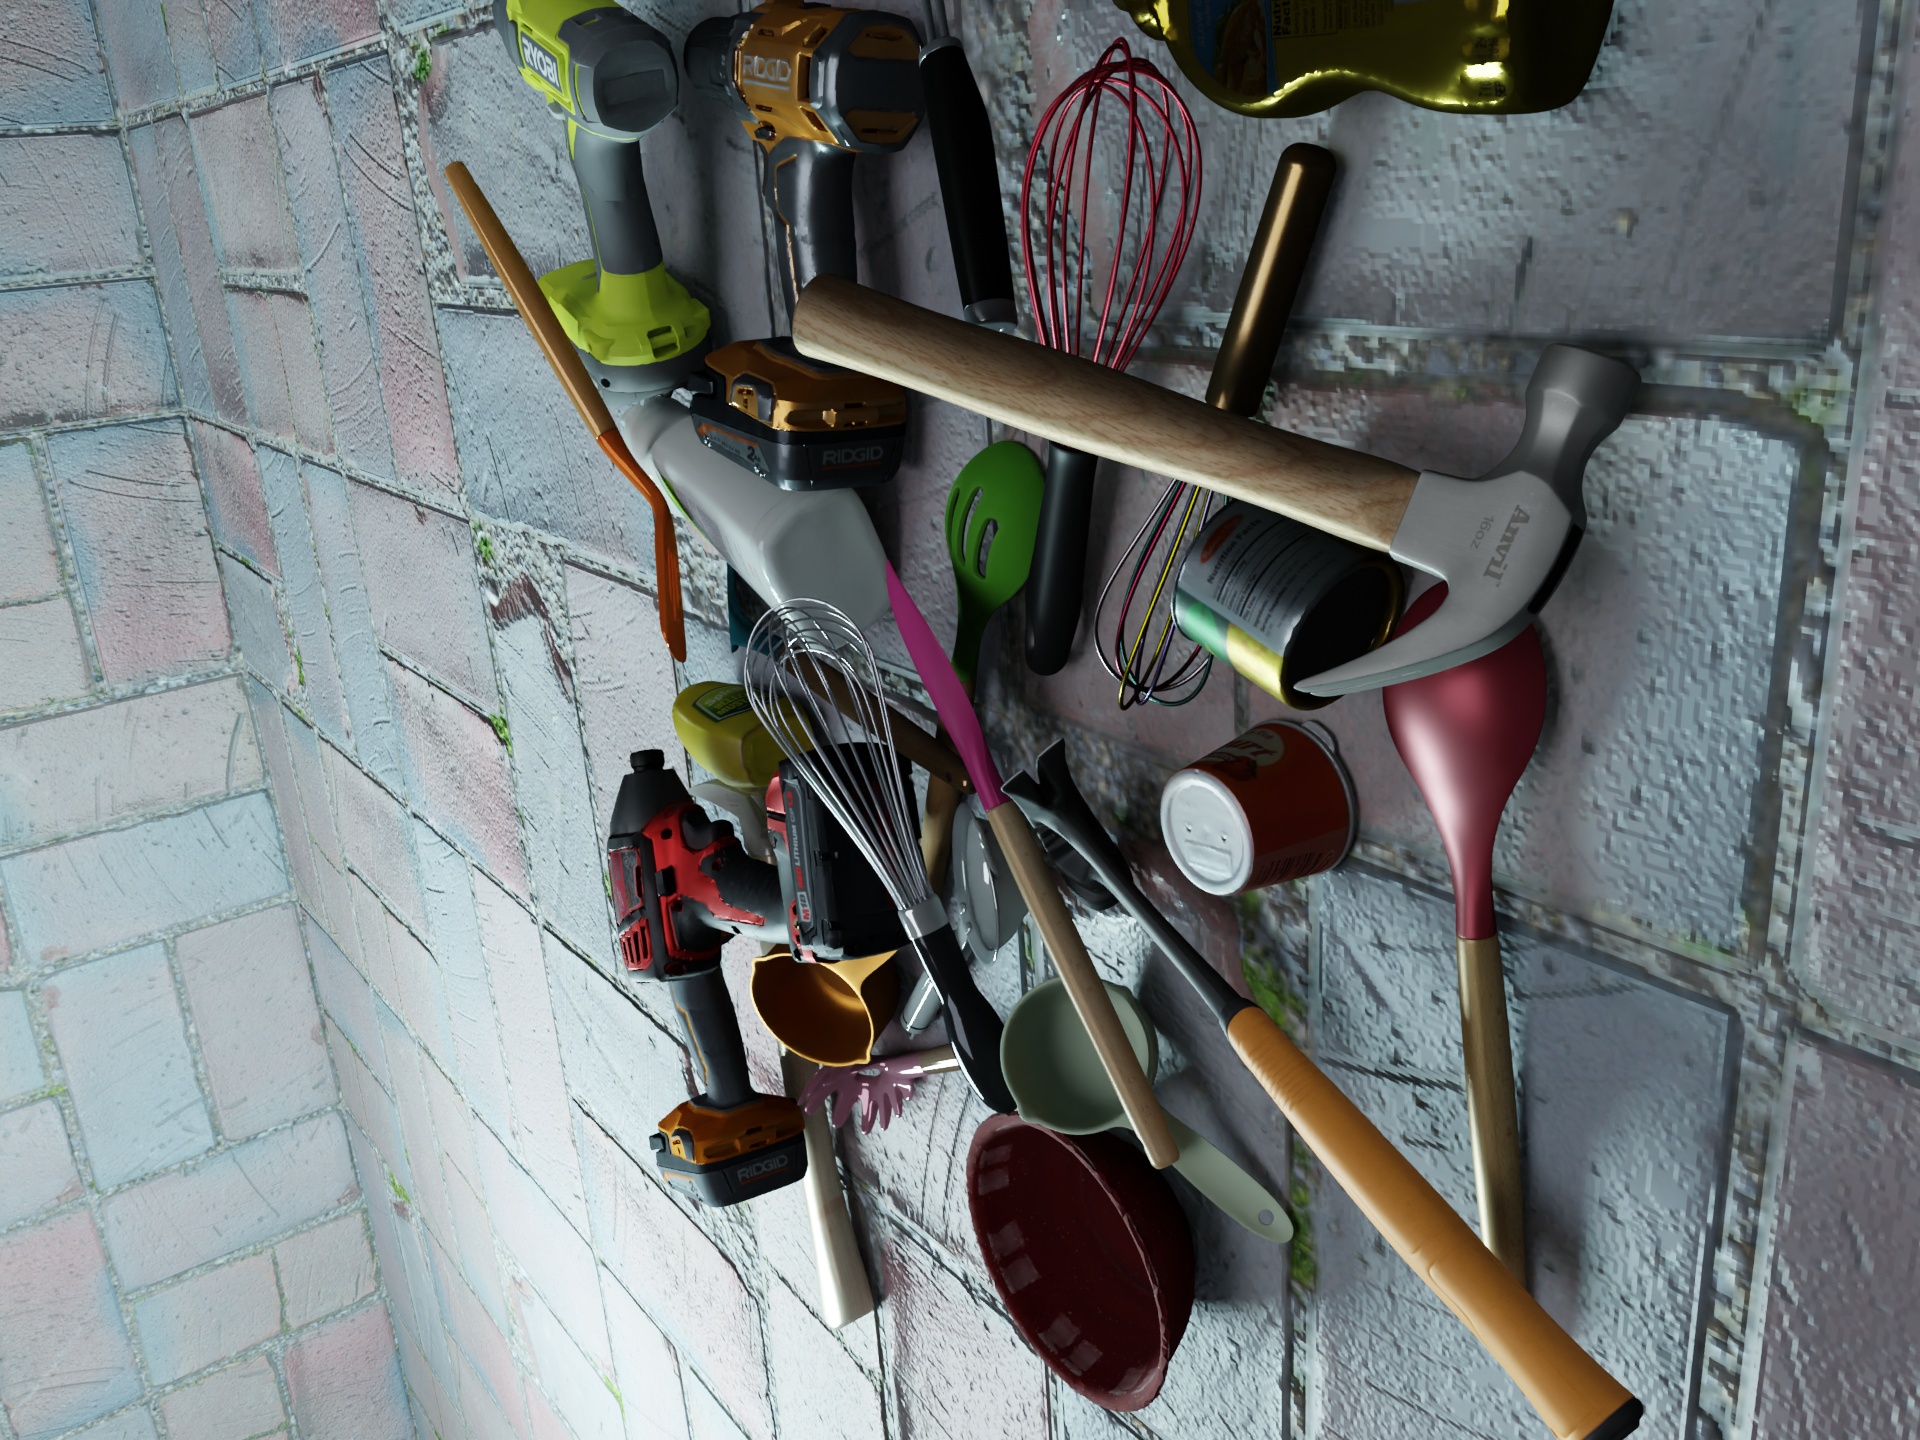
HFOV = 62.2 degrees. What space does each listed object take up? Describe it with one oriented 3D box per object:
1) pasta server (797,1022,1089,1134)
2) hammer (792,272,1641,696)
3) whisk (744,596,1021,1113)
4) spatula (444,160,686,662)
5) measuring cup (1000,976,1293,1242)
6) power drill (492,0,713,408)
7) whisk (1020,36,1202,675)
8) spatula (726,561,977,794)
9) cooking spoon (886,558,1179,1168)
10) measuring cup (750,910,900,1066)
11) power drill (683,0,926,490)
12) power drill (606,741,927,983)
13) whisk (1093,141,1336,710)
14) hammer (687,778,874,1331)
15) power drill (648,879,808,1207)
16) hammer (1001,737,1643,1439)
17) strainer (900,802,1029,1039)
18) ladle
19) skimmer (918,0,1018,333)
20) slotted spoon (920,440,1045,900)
[{"bbox_3d":[-0.006,0.205,0.934,0.316,0.060,0.040,-28,37,54],"label":"pasta server"},{"bbox_3d":[0.061,-0.108,0.584,0.331,0.031,0.130,26,98,33],"label":"hammer"},{"bbox_3d":[-0.031,0.070,0.806,0.070,0.070,0.284,-21,94,57],"label":"whisk"},{"bbox_3d":[-0.228,-0.184,0.934,0.322,0.041,0.081,60,176,2],"label":"spatula"},{"bbox_3d":[0.094,0.191,0.774,0.168,0.038,0.083,39,94,17],"label":"measuring cup"},{"bbox_3d":[-0.213,-0.314,0.931,0.171,0.080,0.223,46,149,39],"label":"power drill"},{"bbox_3d":[0.052,-0.137,0.677,0.073,0.073,0.295,44,144,37],"label":"whisk"},{"bbox_3d":[-0.077,-0.033,0.919,0.318,0.044,0.082,34,131,45],"label":"spatula"},{"bbox_3d":[0.030,0.065,0.766,0.068,0.017,0.319,90,155,-80],"label":"cooking spoon"},{"bbox_3d":[-0.059,0.141,0.965,0.095,0.052,0.173,42,128,-1],"label":"measuring cup"},{"bbox_3d":[-0.092,-0.250,0.820,0.186,0.084,0.226,34,127,47],"label":"power drill"},{"bbox_3d":[-0.126,0.077,0.925,0.220,0.078,0.143,-11,85,42],"label":"power drill"},{"bbox_3d":[0.101,-0.103,0.631,0.051,0.047,0.244,45,135,38],"label":"whisk"},{"bbox_3d":[-0.116,0.237,1.114,0.146,0.038,0.410,15,117,54],"label":"hammer"},{"bbox_3d":[-0.183,0.206,1.099,0.164,0.084,0.226,-13,89,61],"label":"power drill"},{"bbox_3d":[0.134,0.143,0.641,0.337,0.034,0.127,48,175,33],"label":"hammer"},{"bbox_3d":[0.000,0.121,0.885,0.258,0.050,0.087,114,147,-53],"label":"strainer"},{"bbox_3d":[0.196,0.103,0.599,0.069,0.031,0.315,11,115,54],"label":"ladle"},{"bbox_3d":[-0.045,-0.337,0.665,0.127,0.090,0.363,162,98,-67],"label":"skimmer"},{"bbox_3d":[-0.001,-0.003,0.843,0.070,0.031,0.313,45,140,38],"label":"slotted spoon"}]
